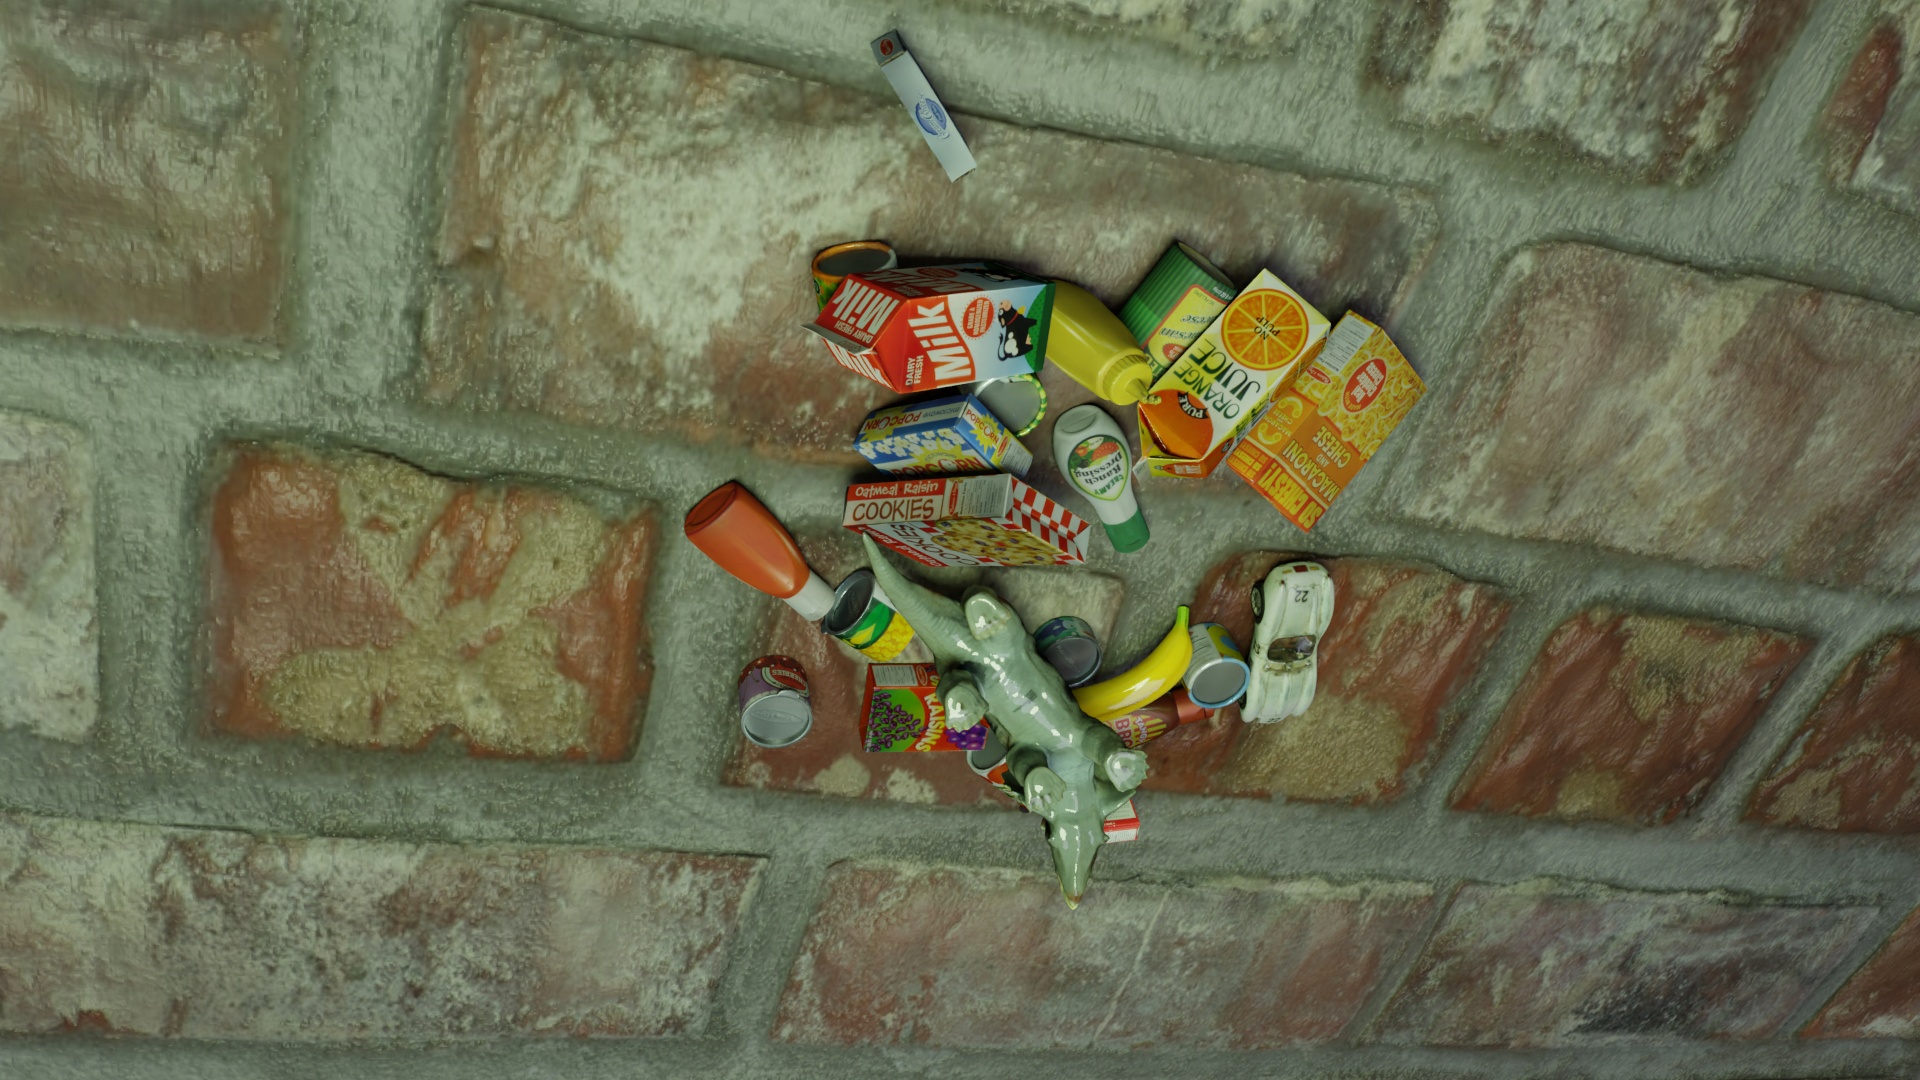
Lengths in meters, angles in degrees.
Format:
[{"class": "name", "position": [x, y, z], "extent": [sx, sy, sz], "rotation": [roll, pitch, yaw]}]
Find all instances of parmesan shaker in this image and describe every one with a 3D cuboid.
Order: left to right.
[{"class": "parmesan shaker", "position": [0.167, -0.184, 1.133], "extent": [0.071, 0.071, 0.102], "rotation": [26, 115, -28]}]

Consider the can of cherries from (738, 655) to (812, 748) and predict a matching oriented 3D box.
[{"class": "can of cherries", "position": [-0.171, 0.148, 1.293], "extent": [0.071, 0.058, 0.071], "rotation": [-6, 125, -8]}]

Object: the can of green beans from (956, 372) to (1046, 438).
[{"class": "can of green beans", "position": [0.034, -0.124, 1.150], "extent": [0.071, 0.058, 0.071], "rotation": [-7, 126, -9]}]

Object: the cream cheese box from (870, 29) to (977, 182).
[{"class": "cream cheese box", "position": [-0.026, -0.314, 1.003], "extent": [0.024, 0.053, 0.103], "rotation": [-30, 126, 11]}]

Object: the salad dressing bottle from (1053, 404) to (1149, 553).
[{"class": "salad dressing bottle", "position": [0.129, -0.052, 1.233], "extent": [0.064, 0.044, 0.147], "rotation": [-26, 127, 4]}]

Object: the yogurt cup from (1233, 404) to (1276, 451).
[{"class": "yogurt cup", "position": [0.237, -0.118, 1.202], "extent": [0.054, 0.072, 0.072], "rotation": [-42, 124, 7]}]

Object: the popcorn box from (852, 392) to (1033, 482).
[{"class": "popcorn box", "position": [-0.015, -0.074, 1.141], "extent": [0.126, 0.038, 0.085], "rotation": [-5, 143, 46]}]

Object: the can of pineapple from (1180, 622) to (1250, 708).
[{"class": "can of pineapple", "position": [0.249, 0.125, 1.380], "extent": [0.071, 0.058, 0.070], "rotation": [-7, 126, -9]}]

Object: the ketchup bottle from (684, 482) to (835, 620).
[{"class": "ketchup bottle", "position": [-0.169, 0.016, 1.208], "extent": [0.064, 0.044, 0.148], "rotation": [-35, 125, 13]}]

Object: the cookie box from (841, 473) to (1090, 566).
[{"class": "cookie box", "position": [0.004, -0.014, 1.155], "extent": [0.167, 0.040, 0.123], "rotation": [-2, 161, 37]}]

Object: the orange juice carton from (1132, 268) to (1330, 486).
[{"class": "orange juice carton", "position": [0.210, -0.120, 1.136], "extent": [0.192, 0.073, 0.071], "rotation": [-47, 165, 0]}]

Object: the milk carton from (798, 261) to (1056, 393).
[{"class": "milk carton", "position": [-0.023, -0.159, 1.035], "extent": [0.191, 0.072, 0.073], "rotation": [-14, 122, -39]}]

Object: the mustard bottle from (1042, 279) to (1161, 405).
[{"class": "mustard bottle", "position": [0.105, -0.147, 1.083], "extent": [0.065, 0.161, 0.048], "rotation": [-9, 132, -31]}]

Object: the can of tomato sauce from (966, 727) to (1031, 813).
[{"class": "can of tomato sauce", "position": [0.055, 0.225, 1.397], "extent": [0.071, 0.071, 0.083], "rotation": [-40, 124, 15]}]

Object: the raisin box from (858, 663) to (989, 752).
[{"class": "raisin box", "position": [-0.032, 0.162, 1.349], "extent": [0.123, 0.040, 0.085], "rotation": [1, 124, -15]}]

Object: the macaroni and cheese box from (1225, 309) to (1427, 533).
[{"class": "macaroni and cheese box", "position": [0.319, -0.100, 1.207], "extent": [0.166, 0.040, 0.123], "rotation": [-51, 139, 6]}]

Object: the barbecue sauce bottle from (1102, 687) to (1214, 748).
[{"class": "barbecue sauce bottle", "position": [0.182, 0.180, 1.411], "extent": [0.149, 0.044, 0.064], "rotation": [-14, 126, -4]}]

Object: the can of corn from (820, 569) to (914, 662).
[{"class": "can of corn", "position": [-0.082, 0.071, 1.255], "extent": [0.071, 0.071, 0.058], "rotation": [-43, 124, 17]}]

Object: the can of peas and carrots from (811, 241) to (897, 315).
[{"class": "can of peas and carrots", "position": [-0.081, -0.191, 1.071], "extent": [0.071, 0.071, 0.058], "rotation": [-11, 126, -6]}]

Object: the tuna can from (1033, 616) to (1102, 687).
[{"class": "tuna can", "position": [0.100, 0.110, 1.348], "extent": [0.071, 0.033, 0.070], "rotation": [-7, 126, -9]}]
